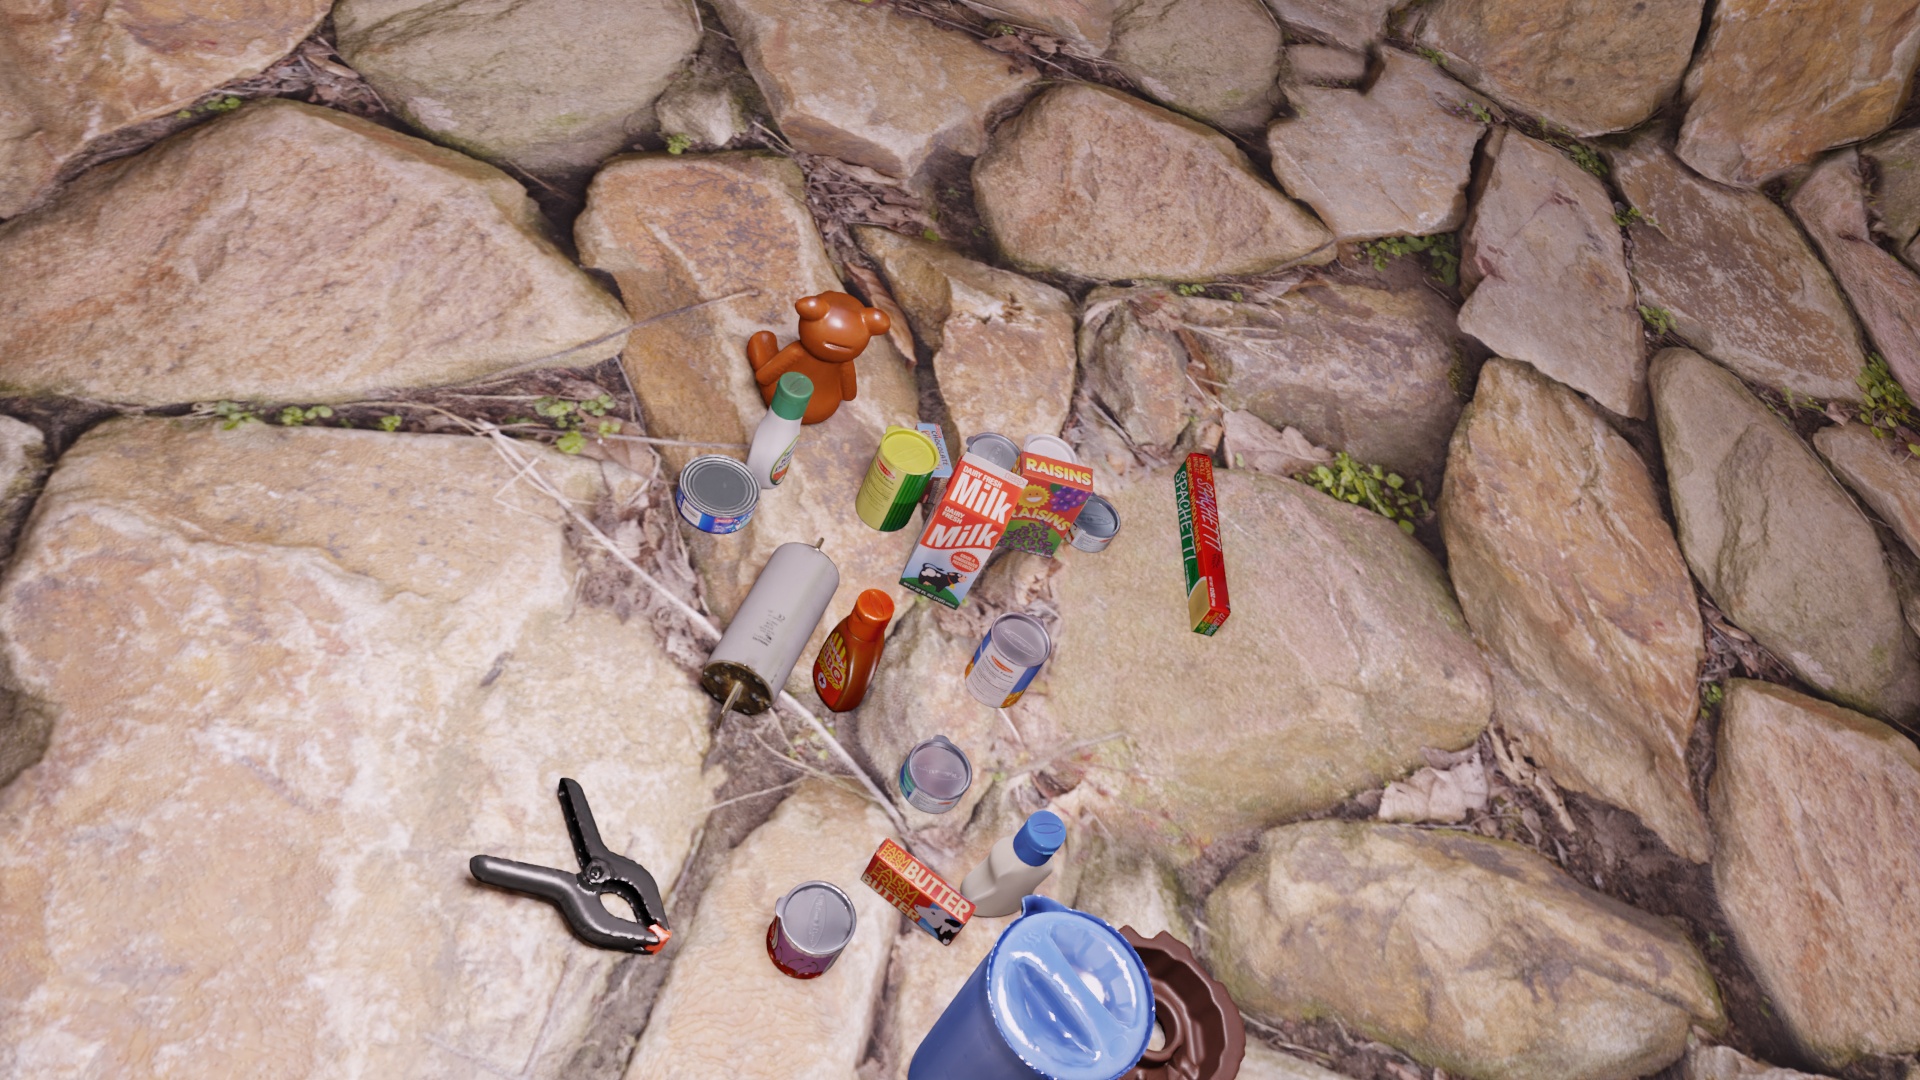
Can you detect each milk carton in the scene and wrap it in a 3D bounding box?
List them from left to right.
[{"bbox_3d":[0.005,-0.018,1.456,0.072,0.189,0.074,25,47,-4],"label":"milk carton"}]

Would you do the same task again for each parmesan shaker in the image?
[{"bbox_3d":[-0.072,-0.068,1.522,0.071,0.102,0.072,13,49,-15],"label":"parmesan shaker"}]

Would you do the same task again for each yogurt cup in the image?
[{"bbox_3d":[0.098,-0.084,1.646,0.072,0.053,0.073,13,49,-15],"label":"yogurt cup"}]

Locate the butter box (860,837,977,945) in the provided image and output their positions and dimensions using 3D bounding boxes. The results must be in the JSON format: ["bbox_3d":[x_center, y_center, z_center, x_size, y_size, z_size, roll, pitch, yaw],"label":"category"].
[{"bbox_3d":[-0.039,0.317,1.251,0.103,0.052,0.024,37,47,8],"label":"butter box"}]

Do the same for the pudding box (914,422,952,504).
[{"bbox_3d":[-0.035,-0.089,1.592,0.030,0.049,0.084,2,52,-23],"label":"pudding box"}]

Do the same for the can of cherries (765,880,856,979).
[{"bbox_3d":[-0.131,0.333,1.192,0.071,0.058,0.072,13,49,-15],"label":"can of cherries"}]

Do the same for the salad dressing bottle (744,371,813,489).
[{"bbox_3d":[-0.193,-0.117,1.477,0.044,0.146,0.064,32,47,3],"label":"salad dressing bottle"}]

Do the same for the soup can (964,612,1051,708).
[{"bbox_3d":[0.050,0.123,1.432,0.071,0.083,0.072,13,49,-15],"label":"soup can"}]

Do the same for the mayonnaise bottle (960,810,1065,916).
[{"bbox_3d":[0.051,0.291,1.248,0.065,0.147,0.041,3,52,-22],"label":"mayonnaise bottle"}]

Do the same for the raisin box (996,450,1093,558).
[{"bbox_3d":[0.086,-0.039,1.556,0.086,0.122,0.040,14,48,-13],"label":"raisin box"}]

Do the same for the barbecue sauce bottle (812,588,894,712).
[{"bbox_3d":[-0.101,0.103,1.336,0.044,0.147,0.065,-10,58,-30],"label":"barbecue sauce bottle"}]

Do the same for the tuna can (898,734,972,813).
[{"bbox_3d":[-0.025,0.227,1.347,0.071,0.032,0.071,13,49,-15],"label":"tuna can"}]

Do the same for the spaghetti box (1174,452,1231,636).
[{"bbox_3d":[0.288,-0.001,1.665,0.029,0.050,0.251,13,48,-14],"label":"spaghetti box"}]

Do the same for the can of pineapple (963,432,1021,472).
[{"bbox_3d":[0.031,-0.084,1.613,0.071,0.057,0.071,13,49,-15],"label":"can of pineapple"}]

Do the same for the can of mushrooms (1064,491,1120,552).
[{"bbox_3d":[0.151,-0.022,1.632,0.071,0.033,0.071,13,49,-15],"label":"can of mushrooms"}]
